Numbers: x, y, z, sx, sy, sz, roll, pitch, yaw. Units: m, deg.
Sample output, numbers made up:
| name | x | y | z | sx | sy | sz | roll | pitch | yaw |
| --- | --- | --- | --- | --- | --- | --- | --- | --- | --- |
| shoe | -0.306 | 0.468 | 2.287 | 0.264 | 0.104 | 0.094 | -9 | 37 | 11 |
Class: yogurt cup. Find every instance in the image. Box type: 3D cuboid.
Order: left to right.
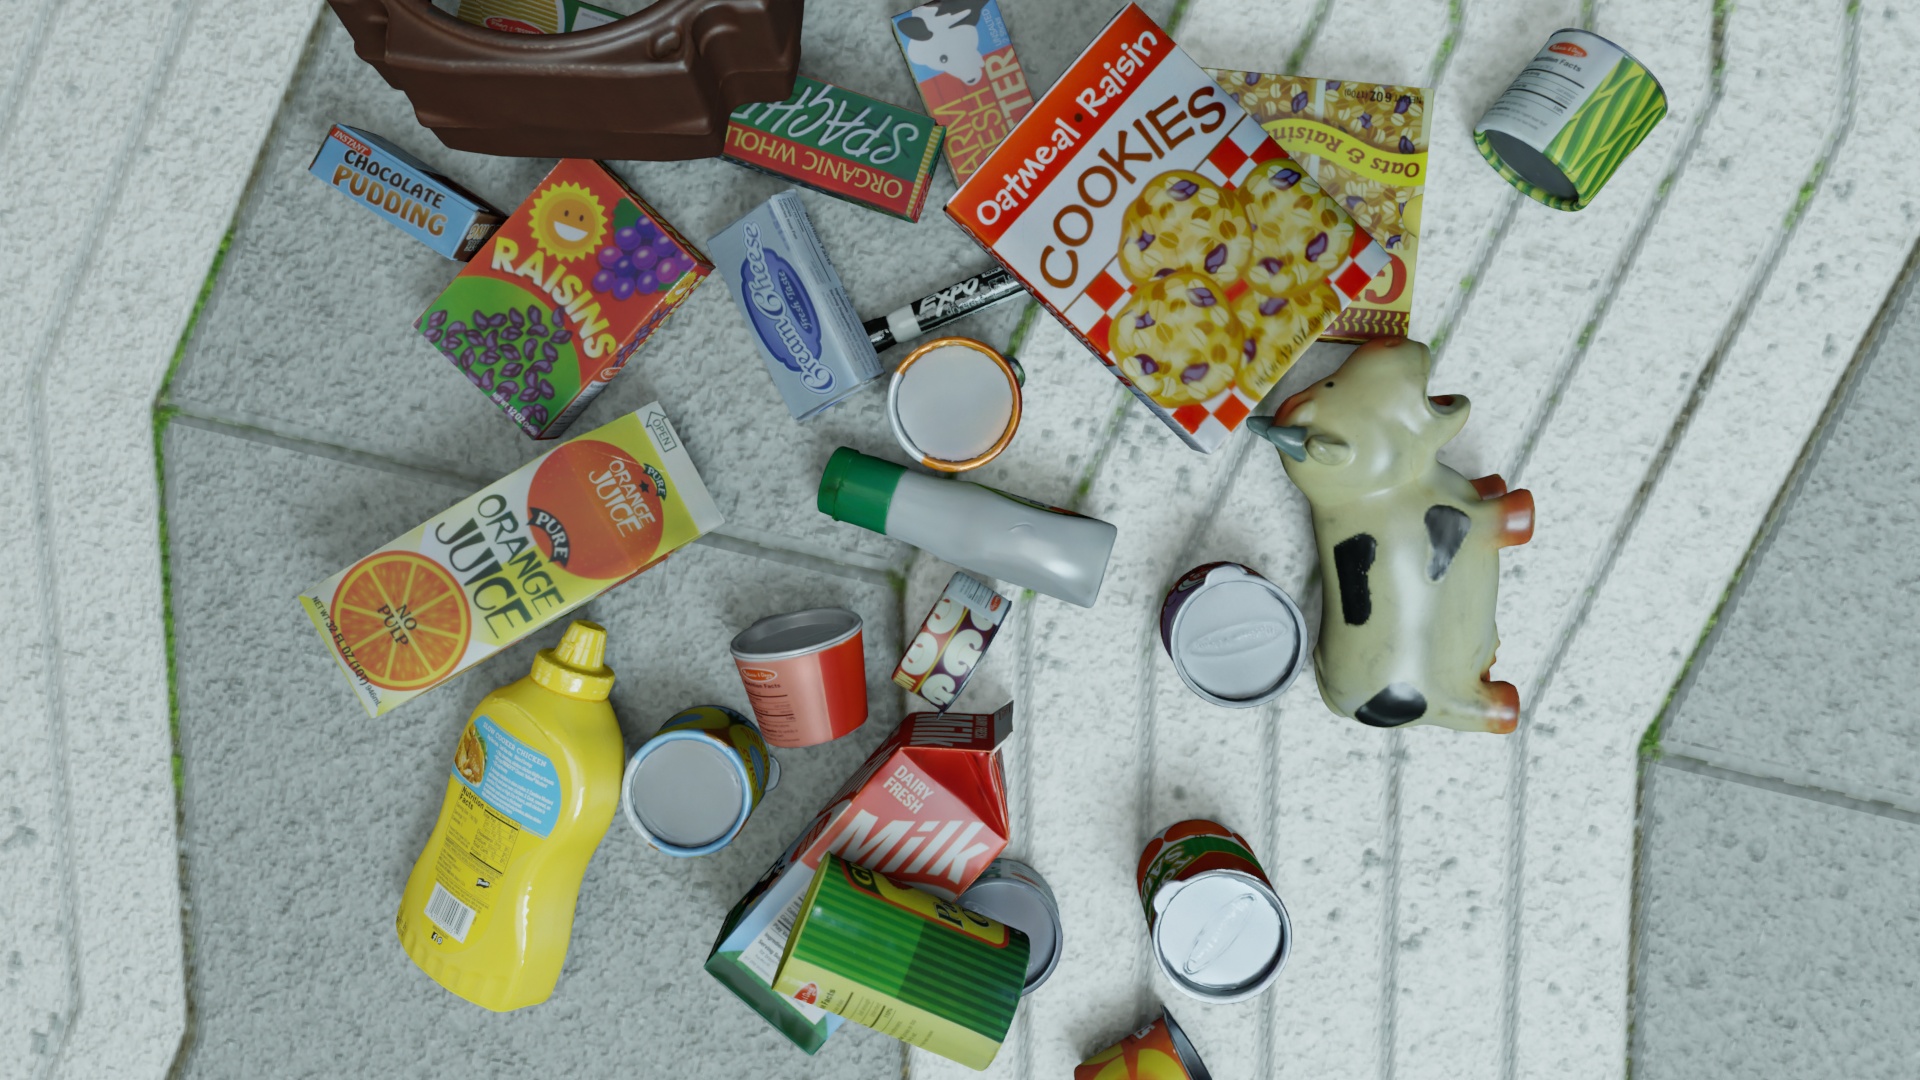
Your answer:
| name | x | y | z | sx | sy | sz | roll | pitch | yaw |
| --- | --- | --- | --- | --- | --- | --- | --- | --- | --- |
| yogurt cup | -0.078 | 0.070 | 0.704 | 0.072 | 0.072 | 0.053 | -10 | 103 | 2 |

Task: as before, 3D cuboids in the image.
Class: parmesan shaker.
| name | x | y | z | sx | sy | sz | roll | pitch | yaw |
| --- | --- | --- | --- | --- | --- | --- | --- | --- | --- |
| parmesan shaker | -0.027 | 0.194 | 0.642 | 0.103 | 0.071 | 0.071 | 23 | 96 | -3 |

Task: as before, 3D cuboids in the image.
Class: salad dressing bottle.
| name | x | y | z | sx | sy | sz | roll | pitch | yaw |
| --- | --- | --- | --- | --- | --- | --- | --- | --- | --- |
| salad dressing bottle | 0.002 | -0.009 | 0.697 | 0.148 | 0.064 | 0.044 | 18 | 85 | 7 |

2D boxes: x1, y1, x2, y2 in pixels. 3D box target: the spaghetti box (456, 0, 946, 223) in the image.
| name | x | y | z | sx | sy | sz | roll | pitch | yaw |
| --- | --- | --- | --- | --- | --- | --- | --- | --- | --- |
| spaghetti box | -0.129 | -0.218 | 0.683 | 0.250 | 0.029 | 0.050 | 20 | 97 | 6 |

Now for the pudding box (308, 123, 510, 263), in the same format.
| name | x | y | z | sx | sy | sz | roll | pitch | yaw |
| --- | --- | --- | --- | --- | --- | --- | --- | --- | --- |
| pudding box | -0.272 | -0.172 | 0.692 | 0.084 | 0.050 | 0.030 | 31 | 97 | -2 |

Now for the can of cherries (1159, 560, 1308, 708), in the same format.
| name | x | y | z | sx | sy | sz | roll | pitch | yaw |
| --- | --- | --- | --- | --- | --- | --- | --- | --- | --- |
| can of cherries | 0.136 | 0.043 | 0.698 | 0.071 | 0.058 | 0.071 | 0 | 96 | 3 |

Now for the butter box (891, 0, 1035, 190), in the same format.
| name | x | y | z | sx | sy | sz | roll | pitch | yaw |
| --- | --- | --- | --- | --- | --- | --- | --- | --- | --- |
| butter box | 0.008 | -0.220 | 0.694 | 0.053 | 0.024 | 0.103 | -22 | 94 | 4 |

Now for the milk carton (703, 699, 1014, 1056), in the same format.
| name | x | y | z | sx | sy | sz | roll | pitch | yaw |
| --- | --- | --- | --- | --- | --- | --- | --- | --- | --- |
| milk carton | -0.037 | 0.157 | 0.706 | 0.073 | 0.072 | 0.190 | 41 | 96 | -3 |

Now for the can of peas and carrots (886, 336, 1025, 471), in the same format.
| name | x | y | z | sx | sy | sz | roll | pitch | yaw |
| --- | --- | --- | --- | --- | --- | --- | --- | --- | --- |
| can of peas and carrots | 0.000 | -0.069 | 0.690 | 0.071 | 0.059 | 0.071 | 0 | 96 | 1 |

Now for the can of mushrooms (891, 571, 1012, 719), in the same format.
| name | x | y | z | sx | sy | sz | roll | pitch | yaw |
| --- | --- | --- | --- | --- | --- | --- | --- | --- | --- |
| can of mushrooms | -0.006 | 0.052 | 0.698 | 0.033 | 0.071 | 0.071 | 32 | 96 | -1 |

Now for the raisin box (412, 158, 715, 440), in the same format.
| name | x | y | z | sx | sy | sz | roll | pitch | yaw |
| --- | --- | --- | --- | --- | --- | --- | --- | --- | --- |
| raisin box | -0.198 | -0.123 | 0.701 | 0.086 | 0.040 | 0.123 | 44 | 96 | -2 |

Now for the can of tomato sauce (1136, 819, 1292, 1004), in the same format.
| name | x | y | z | sx | sy | sz | roll | pitch | yaw |
| --- | --- | --- | --- | --- | --- | --- | --- | --- | --- |
| can of tomato sauce | 0.123 | 0.183 | 0.698 | 0.071 | 0.083 | 0.071 | 0 | 96 | 2 |

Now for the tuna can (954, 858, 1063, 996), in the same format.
| name | x | y | z | sx | sy | sz | roll | pitch | yaw |
| --- | --- | --- | --- | --- | --- | --- | --- | --- | --- |
| tuna can | 0.018 | 0.205 | 0.728 | 0.071 | 0.033 | 0.071 | 0 | 95 | 2 |

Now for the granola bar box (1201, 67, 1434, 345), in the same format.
| name | x | y | z | sx | sy | sz | roll | pitch | yaw |
| --- | --- | --- | --- | --- | --- | --- | --- | --- | --- |
| granola bar box | 0.141 | -0.164 | 0.682 | 0.166 | 0.039 | 0.124 | 4 | 96 | -4 |

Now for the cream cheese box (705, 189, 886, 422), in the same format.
| name | x | y | z | sx | sy | sz | roll | pitch | yaw |
| --- | --- | --- | --- | --- | --- | --- | --- | --- | --- |
| cream cheese box | -0.082 | -0.116 | 0.693 | 0.053 | 0.024 | 0.103 | -22 | 96 | 41 |

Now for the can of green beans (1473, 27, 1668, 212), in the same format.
| name | x | y | z | sx | sy | sz | roll | pitch | yaw |
| --- | --- | --- | --- | --- | --- | --- | --- | --- | --- |
| can of green beans | 0.292 | -0.201 | 0.667 | 0.071 | 0.071 | 0.058 | 39 | 96 | -2 |

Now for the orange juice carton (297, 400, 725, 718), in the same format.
| name | x | y | z | sx | sy | sz | roll | pitch | yaw |
| --- | --- | --- | --- | --- | --- | --- | --- | --- | --- |
| orange juice carton | -0.217 | 0.007 | 0.696 | 0.193 | 0.073 | 0.071 | -29 | 94 | 4 |

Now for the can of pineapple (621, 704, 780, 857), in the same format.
| name | x | y | z | sx | sy | sz | roll | pitch | yaw |
| --- | --- | --- | --- | --- | --- | --- | --- | --- | --- |
| can of pineapple | -0.132 | 0.122 | 0.712 | 0.071 | 0.058 | 0.071 | 0 | 95 | 1 |

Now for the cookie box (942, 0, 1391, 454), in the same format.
| name | x | y | z | sx | sy | sz | roll | pitch | yaw |
| --- | --- | --- | --- | --- | --- | --- | --- | --- | --- |
| cookie box | 0.093 | -0.141 | 0.641 | 0.167 | 0.040 | 0.123 | 42 | 93 | -7 |

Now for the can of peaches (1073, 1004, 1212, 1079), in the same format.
| name | x | y | z | sx | sy | sz | roll | pitch | yaw |
| --- | --- | --- | --- | --- | --- | --- | --- | --- | --- |
| can of peaches | 0.098 | 0.287 | 0.719 | 0.058 | 0.071 | 0.071 | -32 | 94 | 5 |
